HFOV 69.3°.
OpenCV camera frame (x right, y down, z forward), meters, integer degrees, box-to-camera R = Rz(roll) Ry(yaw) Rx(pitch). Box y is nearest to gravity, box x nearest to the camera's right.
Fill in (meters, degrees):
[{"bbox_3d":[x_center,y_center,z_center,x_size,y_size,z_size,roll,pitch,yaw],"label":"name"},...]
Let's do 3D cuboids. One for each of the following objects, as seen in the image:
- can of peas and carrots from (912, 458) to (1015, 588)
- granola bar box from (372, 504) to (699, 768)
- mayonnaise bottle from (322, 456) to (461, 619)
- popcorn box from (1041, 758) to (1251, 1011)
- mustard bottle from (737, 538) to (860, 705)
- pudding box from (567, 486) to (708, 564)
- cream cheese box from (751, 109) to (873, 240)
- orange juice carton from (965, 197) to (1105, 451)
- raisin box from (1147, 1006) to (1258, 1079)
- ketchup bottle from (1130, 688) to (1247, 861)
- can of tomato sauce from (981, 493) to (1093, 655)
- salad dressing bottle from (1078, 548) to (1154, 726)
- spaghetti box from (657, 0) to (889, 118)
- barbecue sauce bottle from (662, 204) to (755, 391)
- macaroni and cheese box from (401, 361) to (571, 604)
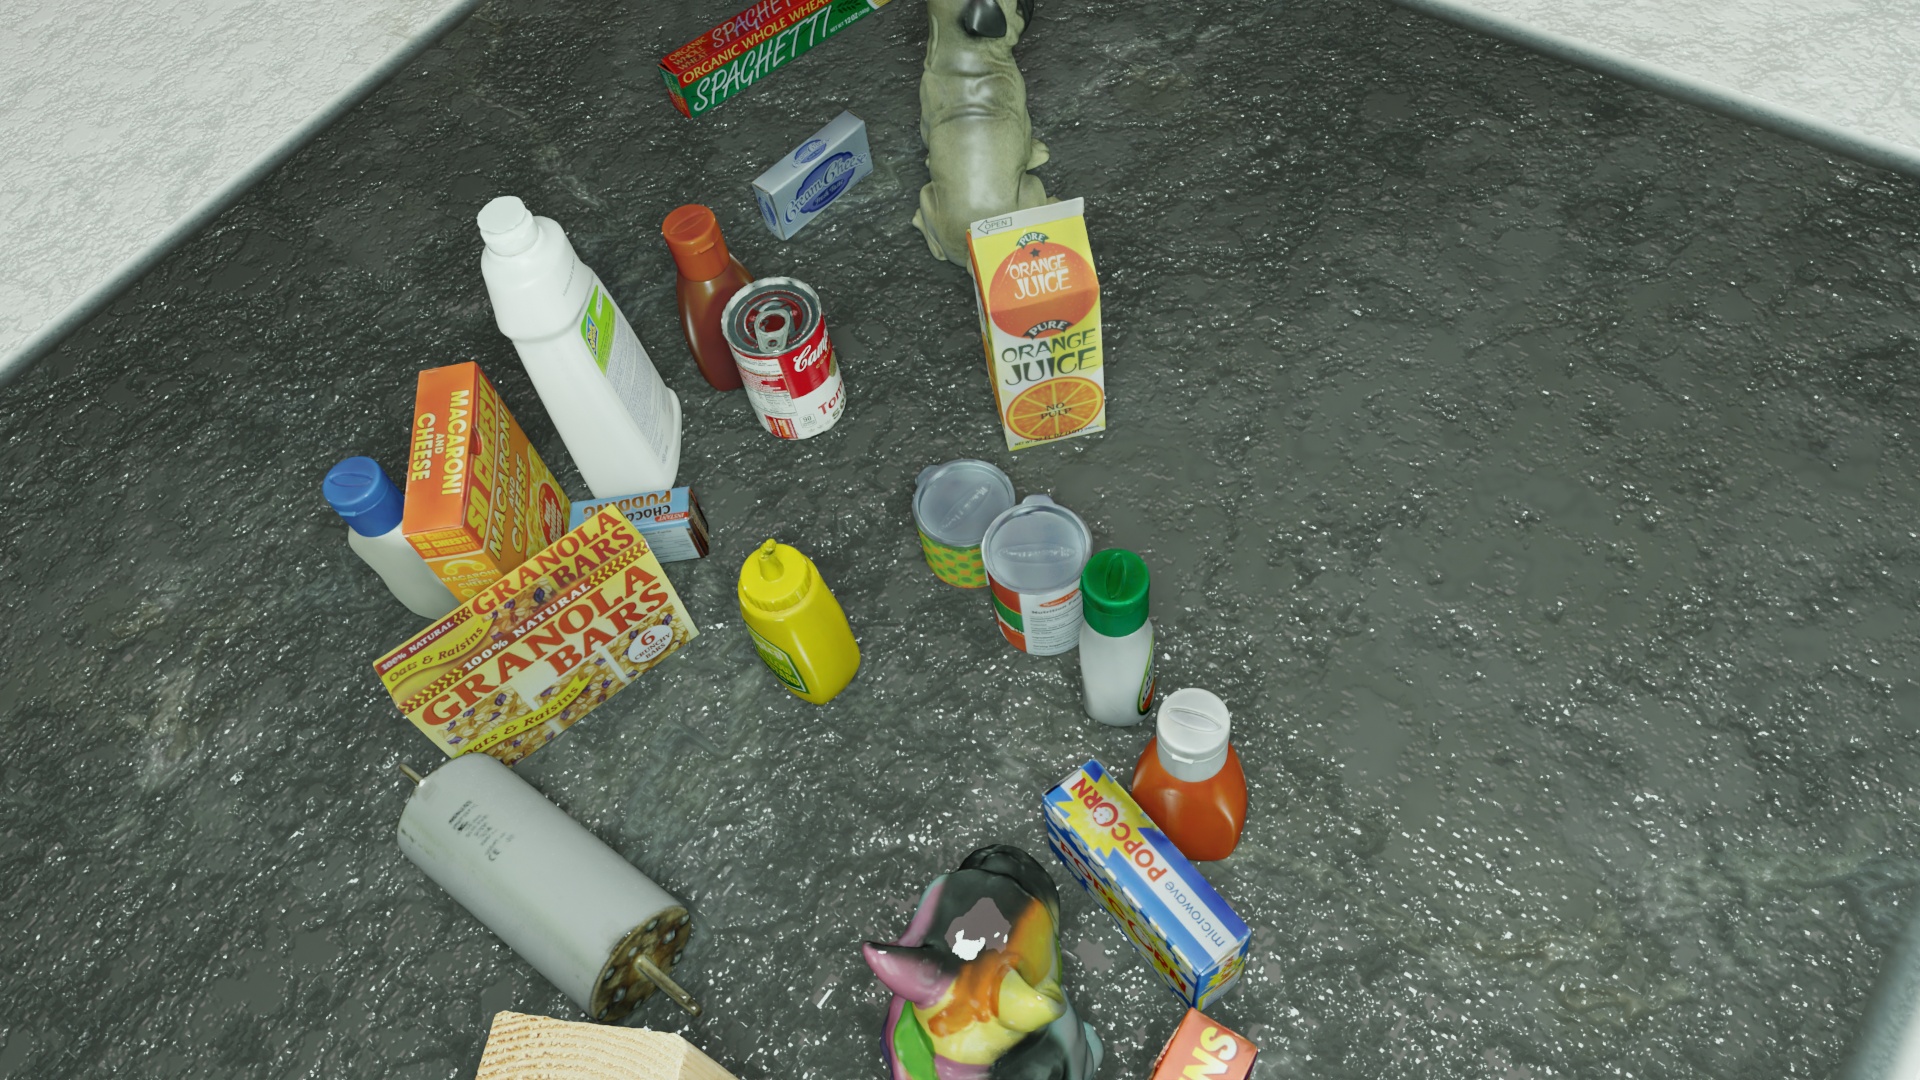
[{"bbox_3d":[0.003,-0.011,0.907,0.071,0.058,0.071,-3,58,5],"label":"can of peas and carrots"},{"bbox_3d":[-0.255,0.065,0.854,0.166,0.123,0.039,-36,61,-15],"label":"granola bar box"},{"bbox_3d":[-0.356,0.001,0.893,0.065,0.147,0.041,3,59,10],"label":"mayonnaise bottle"},{"bbox_3d":[0.100,0.188,0.755,0.038,0.085,0.127,-36,61,-14],"label":"popcorn box"},{"bbox_3d":[-0.102,0.043,0.827,0.065,0.159,0.049,33,68,24],"label":"mustard bottle"},{"bbox_3d":[-0.217,-0.007,0.938,0.084,0.049,0.030,-8,58,2],"label":"pudding box"},{"bbox_3d":[-0.115,-0.289,1.099,0.024,0.053,0.104,38,70,26],"label":"cream cheese box"},{"bbox_3d":[0.050,-0.148,0.907,0.072,0.191,0.073,-13,58,0],"label":"orange juice carton"},{"bbox_3d":[0.106,0.285,0.671,0.040,0.122,0.086,26,65,21],"label":"raisin box"},{"bbox_3d":[0.124,0.128,0.752,0.065,0.148,0.044,15,62,16],"label":"ketchup bottle"},{"bbox_3d":[0.050,0.023,0.865,0.071,0.082,0.071,-3,58,5],"label":"can of tomato sauce"},{"bbox_3d":[0.090,0.057,0.801,0.044,0.147,0.064,6,60,11],"label":"salad dressing bottle"},{"bbox_3d":[-0.147,-0.450,1.205,0.251,0.050,0.029,-36,61,-15],"label":"spaghetti box"},{"bbox_3d":[-0.170,-0.170,0.976,0.065,0.148,0.044,-35,61,-14],"label":"barbecue sauce bottle"},{"bbox_3d":[-0.295,-0.014,0.884,0.040,0.165,0.124,-10,58,2],"label":"macaroni and cheese box"}]
